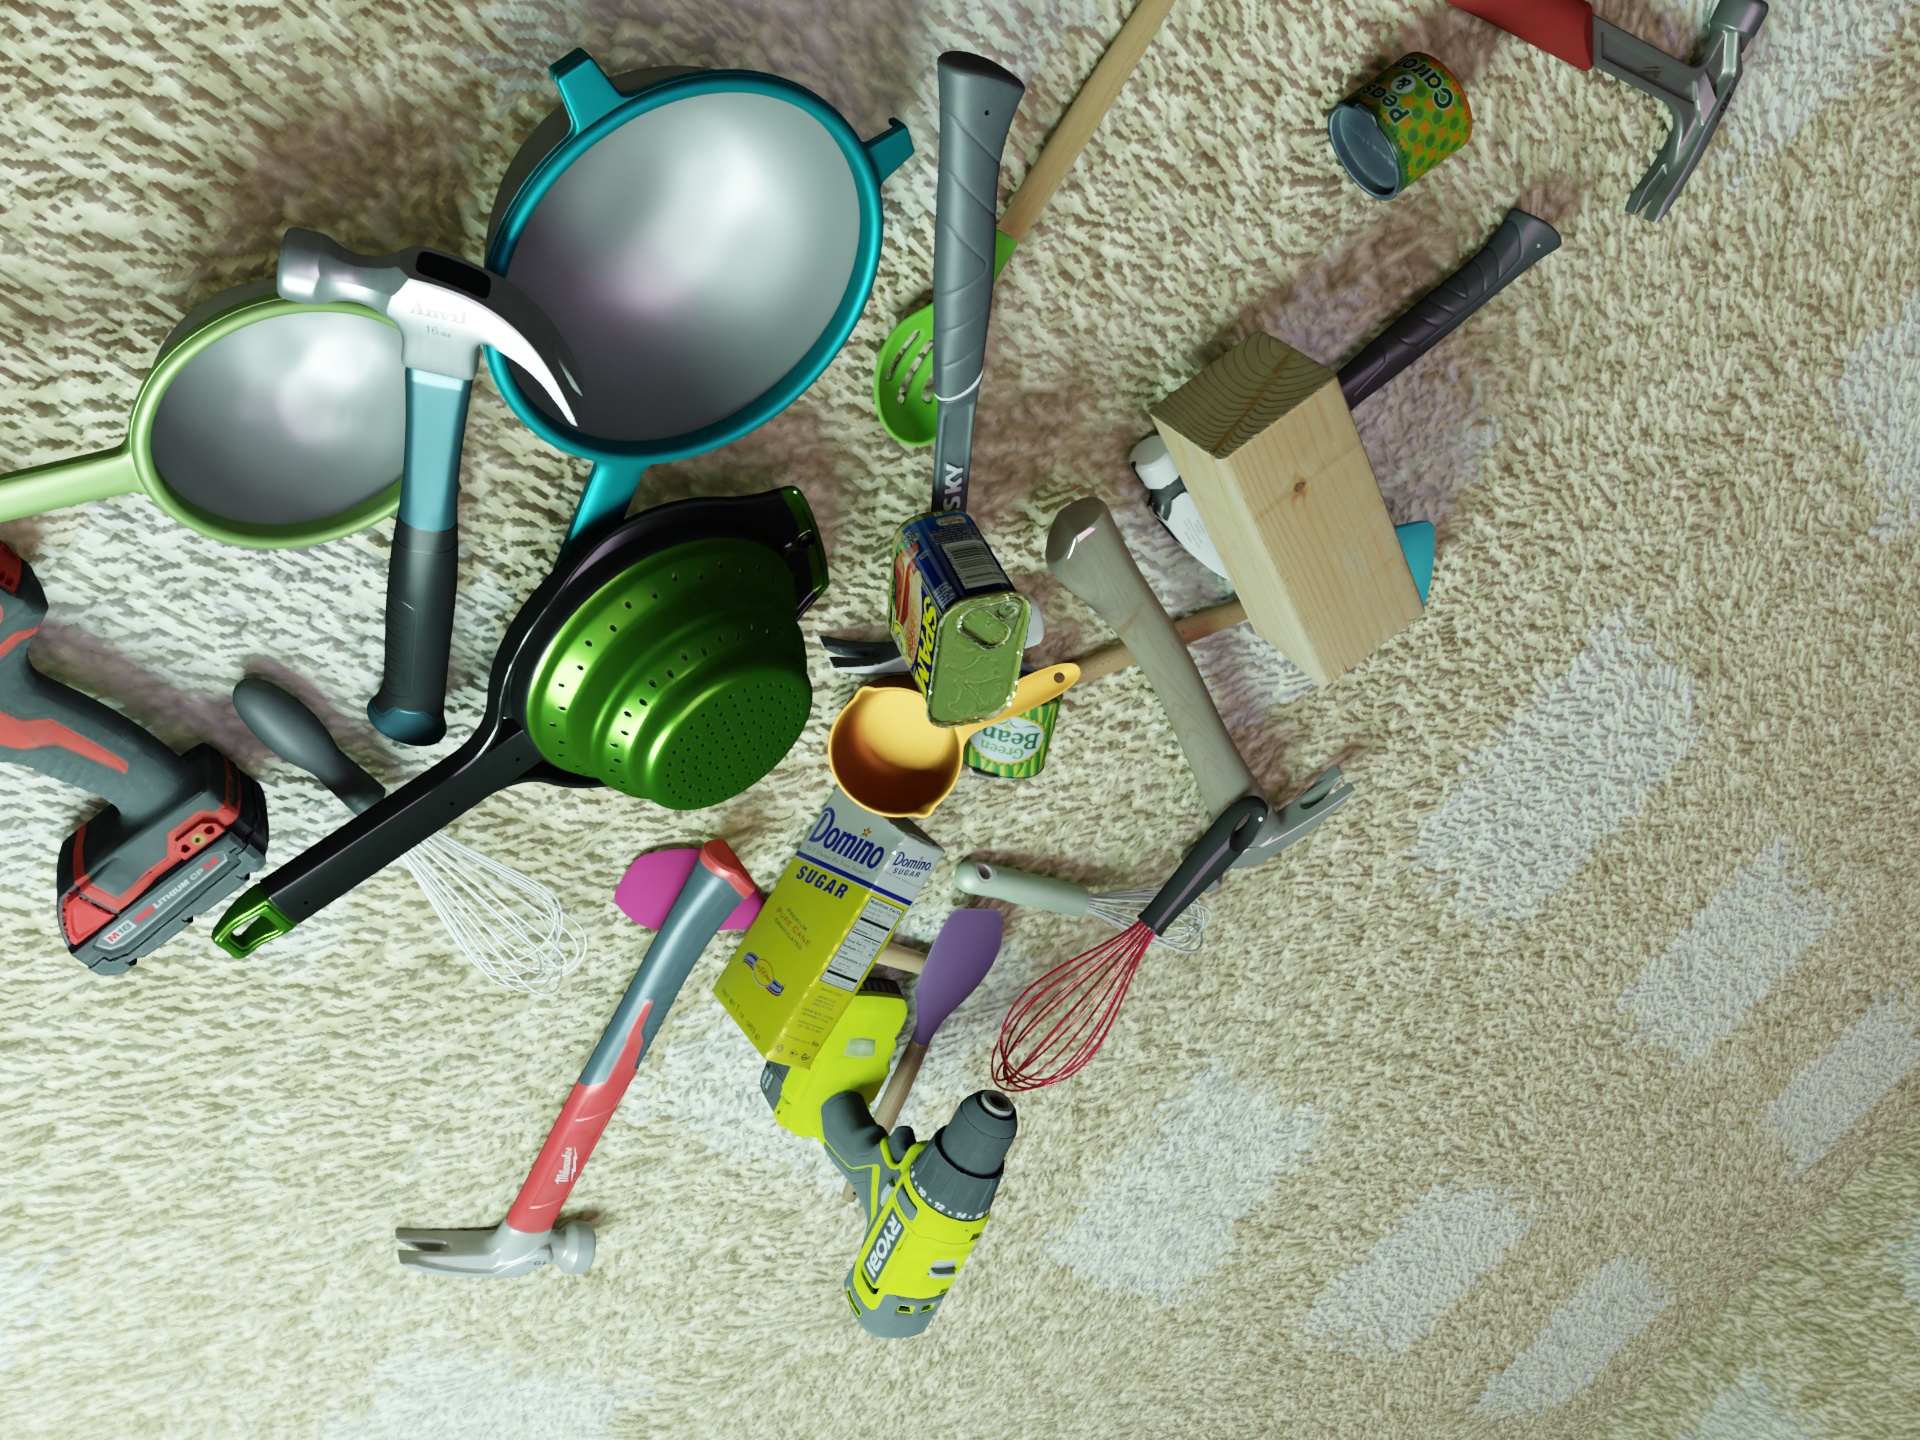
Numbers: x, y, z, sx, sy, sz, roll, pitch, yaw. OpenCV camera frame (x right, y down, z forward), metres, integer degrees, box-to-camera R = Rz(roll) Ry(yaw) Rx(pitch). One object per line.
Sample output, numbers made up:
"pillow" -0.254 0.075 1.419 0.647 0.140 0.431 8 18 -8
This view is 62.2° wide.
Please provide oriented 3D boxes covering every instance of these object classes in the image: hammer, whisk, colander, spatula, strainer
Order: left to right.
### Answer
"strainer" -0.367 -0.141 0.740 0.256 0.069 0.151 -20 149 -22
"whisk" -0.319 0.071 0.937 0.070 0.070 0.284 -37 128 -3
"hammer" -0.265 -0.092 0.785 0.128 0.033 0.330 9 142 -16
"colander" -0.216 0.029 0.875 0.397 0.095 0.204 -36 152 -13
"hammer" -0.253 0.238 1.084 0.143 0.038 0.386 15 116 -35
"strainer" -0.177 -0.191 0.817 0.211 0.095 0.340 -7 139 -43
"spatula" -0.037 0.266 1.238 0.059 0.018 0.315 5 123 -30
"hammer" -0.008 -0.176 0.901 0.149 0.036 0.408 -15 140 -17
"whisk" 0.098 0.141 1.229 0.246 0.058 0.059 16 139 -32
"whisk" 0.129 0.169 1.199 0.296 0.073 0.073 -48 131 2
"hammer" 0.168 -0.019 1.132 0.146 0.038 0.410 -33 136 3
"spatula" 0.194 -0.070 1.139 0.317 0.044 0.082 -21 134 -15
"hammer" 0.273 -0.228 1.082 0.335 0.035 0.146 -40 131 -1
"hammer" 0.363 -0.430 0.994 0.358 0.037 0.149 6 118 -33

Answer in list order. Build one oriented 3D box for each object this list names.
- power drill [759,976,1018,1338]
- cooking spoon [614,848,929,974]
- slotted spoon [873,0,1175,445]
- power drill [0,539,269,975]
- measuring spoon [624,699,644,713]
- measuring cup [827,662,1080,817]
"power drill" -0.049 0.283 1.116 0.080 0.229 0.190 11 115 -35
"cooking spoon" -0.104 0.152 1.136 0.318 0.017 0.068 23 107 -38
"slotted spoon" 0.042 -0.298 0.907 0.070 0.031 0.313 24 105 -39
"power drill" -0.488 0.031 0.796 0.188 0.080 0.226 -37 129 -3
"measuring spoon" -0.184 0.012 1.002 0.021 0.011 0.116 -52 128 -3
"measuring cup" -0.002 -0.003 1.030 0.173 0.052 0.095 -24 102 10
